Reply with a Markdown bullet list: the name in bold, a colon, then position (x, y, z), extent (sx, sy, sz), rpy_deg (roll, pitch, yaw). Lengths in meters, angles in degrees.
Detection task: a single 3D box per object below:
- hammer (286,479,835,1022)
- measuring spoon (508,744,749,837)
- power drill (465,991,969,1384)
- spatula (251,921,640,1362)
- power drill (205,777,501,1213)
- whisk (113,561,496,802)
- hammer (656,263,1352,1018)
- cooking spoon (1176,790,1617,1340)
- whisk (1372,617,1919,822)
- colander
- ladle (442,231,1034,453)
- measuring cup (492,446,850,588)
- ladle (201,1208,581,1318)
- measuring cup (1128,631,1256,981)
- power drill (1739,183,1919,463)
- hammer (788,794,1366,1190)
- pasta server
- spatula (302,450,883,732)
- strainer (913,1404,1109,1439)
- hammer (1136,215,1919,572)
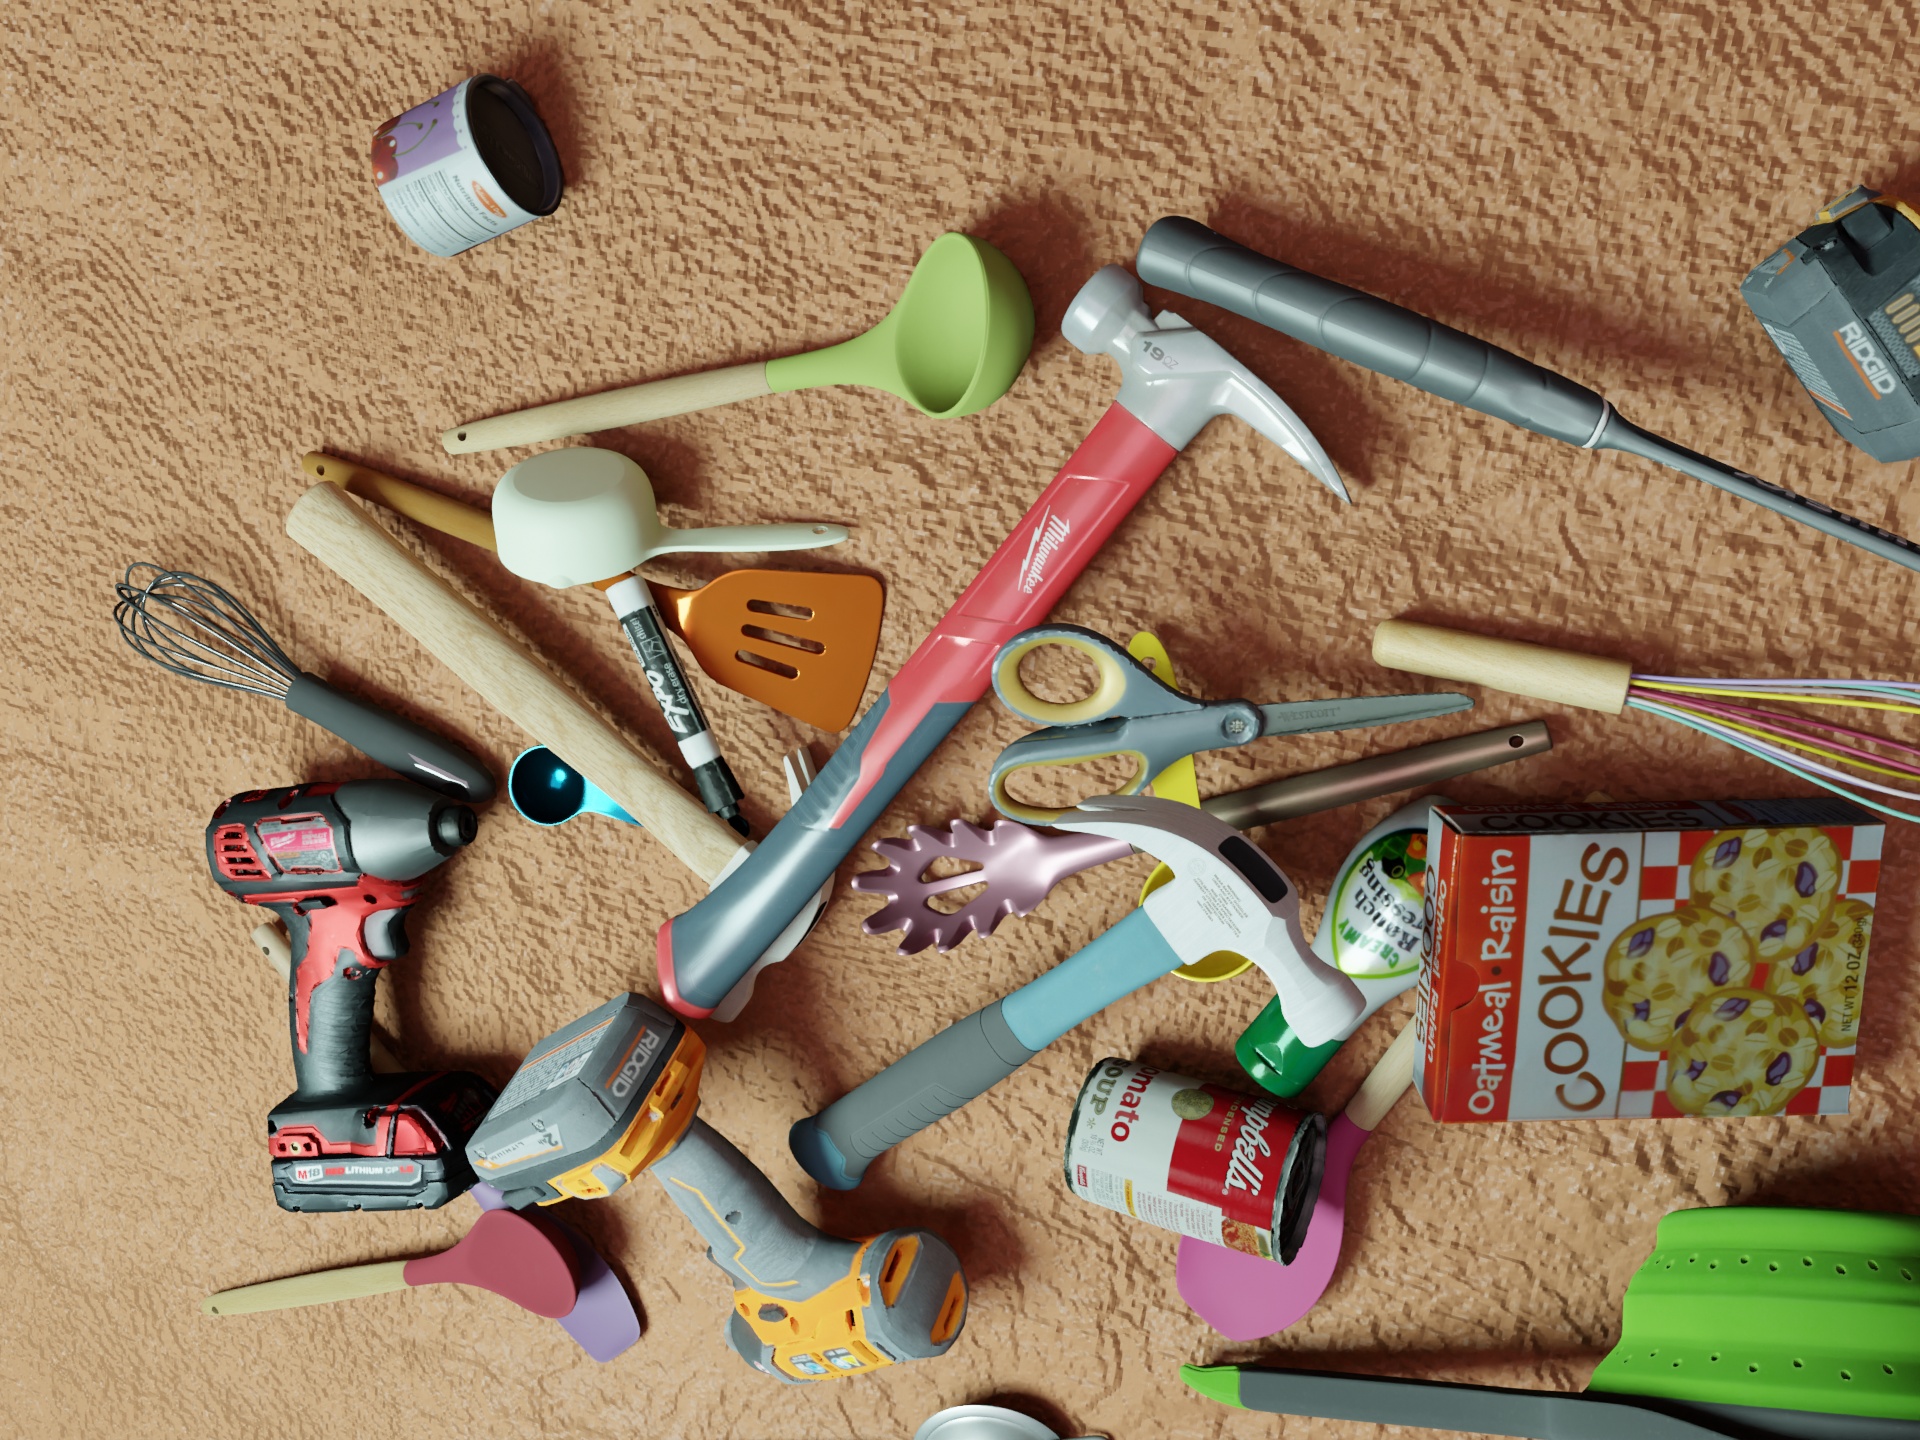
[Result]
- **hammer**: position (-0.199, -0.004, 0.786), extent (0.331, 0.031, 0.130), rpy_deg (40, 102, 3)
- **measuring spoon**: position (-0.167, 0.041, 0.815), extent (0.128, 0.021, 0.042), rpy_deg (13, 99, 6)
- **power drill**: position (-0.125, 0.245, 0.783), extent (0.226, 0.084, 0.164), rpy_deg (44, 134, -15)
- **spatula**: position (-0.291, 0.234, 0.897), extent (0.316, 0.018, 0.059), rpy_deg (48, 116, 2)
- **power drill**: position (-0.307, 0.139, 0.836), extent (0.143, 0.078, 0.219), rpy_deg (-6, 96, 15)
- **whisk**: position (-0.349, -0.018, 0.846), extent (0.239, 0.055, 0.055), rpy_deg (28, 110, 6)
- **hammer**: position (-0.001, -0.002, 0.706), extent (0.143, 0.038, 0.386), rpy_deg (41, 104, 8)
- **cooking spoon**: position (0.194, 0.161, 0.715), extent (0.069, 0.017, 0.318), rpy_deg (38, 112, 19)
- **whisk**: position (0.288, -0.005, 0.635), extent (0.245, 0.047, 0.051), rpy_deg (13, 94, 20)
- **colander**: position (0.271, 0.255, 0.670), extent (0.397, 0.204, 0.095), rpy_deg (-12, 64, 36)
- **ladle**: position (-0.115, -0.156, 0.728), extent (0.320, 0.062, 0.078), rpy_deg (-6, 84, 23)
- **measuring cup**: position (-0.136, -0.099, 0.741), extent (0.167, 0.083, 0.038), rpy_deg (0, 128, 4)
- **ladle**: position (-0.335, 0.324, 0.919), extent (0.315, 0.031, 0.069), rpy_deg (-17, 100, 27)
- **measuring cup**: position (0.098, 0.037, 0.692), extent (0.062, 0.029, 0.157), rpy_deg (-16, 72, 18)
- **power drill**: position (0.373, -0.174, 0.490), extent (0.226, 0.185, 0.084), rpy_deg (-34, 92, 25)
- **hammer**: position (0.021, 0.141, 0.709), extent (0.128, 0.033, 0.331), rpy_deg (55, 131, 7)
- **pasta server**: position (0.101, 0.047, 0.710), extent (0.316, 0.040, 0.060), rpy_deg (-16, 84, 20)
- **spatula**: position (-0.193, -0.081, 0.790), extent (0.323, 0.041, 0.081), rpy_deg (21, 109, 17)
- **strainer**: position (-0.046, 0.401, 0.844), extent (0.258, 0.050, 0.086), rpy_deg (-10, 114, 24)
- **hammer**: position (0.249, -0.102, 0.588), extent (0.409, 0.149, 0.036), rpy_deg (28, 118, 18)
